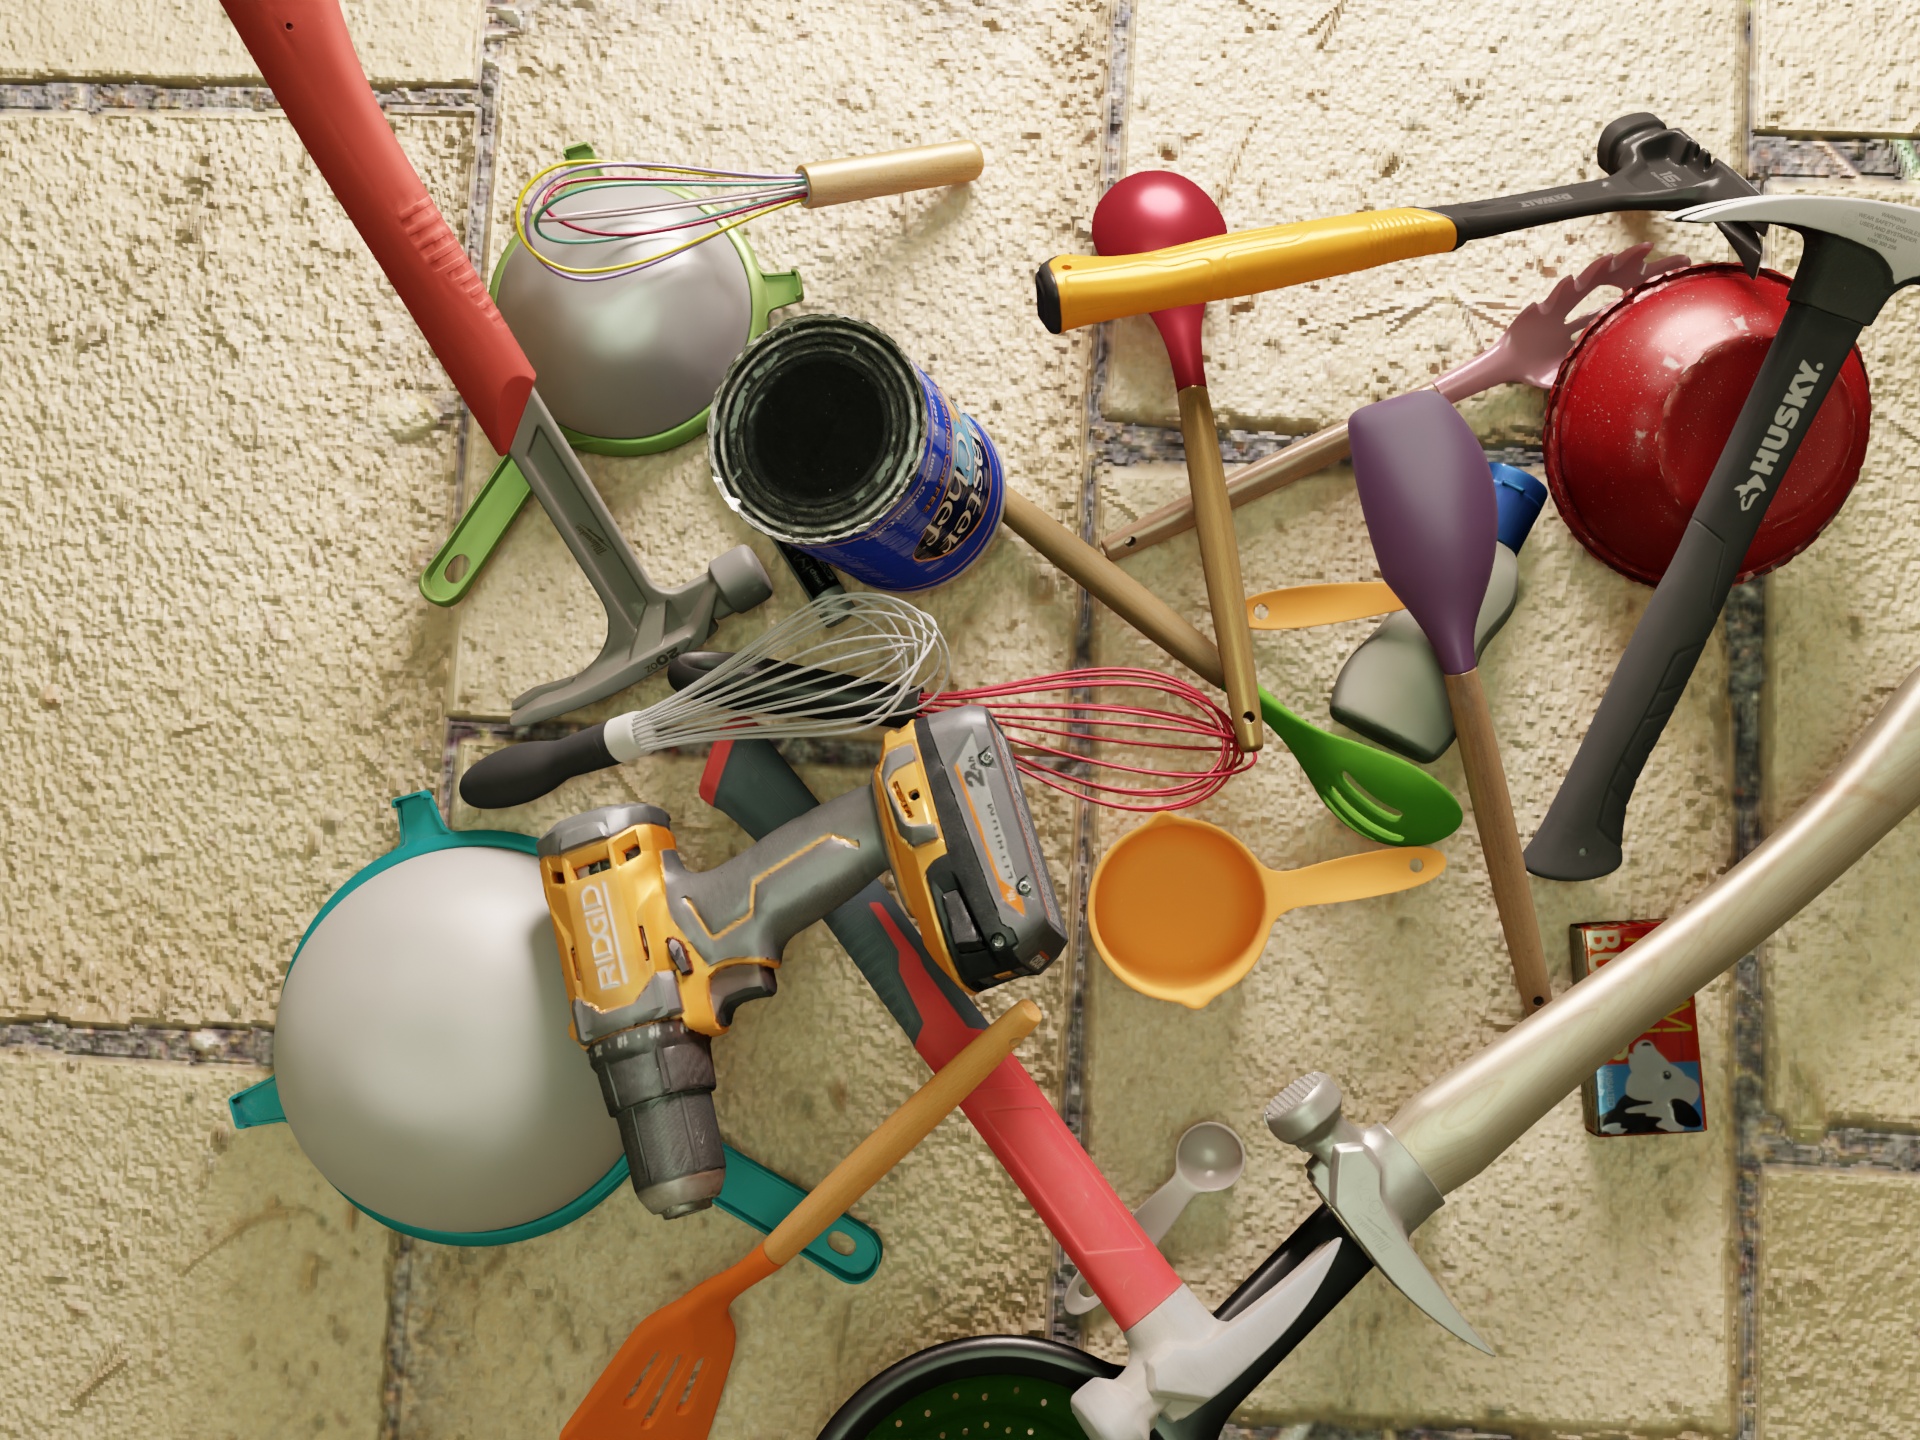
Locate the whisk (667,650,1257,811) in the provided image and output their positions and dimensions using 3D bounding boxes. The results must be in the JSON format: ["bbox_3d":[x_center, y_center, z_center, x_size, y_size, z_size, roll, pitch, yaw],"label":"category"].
[{"bbox_3d":[-0.001,-0.003,0.788,0.296,0.073,0.073,9,86,5],"label":"whisk"}]

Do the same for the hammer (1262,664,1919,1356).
[{"bbox_3d":[0.346,0.118,0.750,0.410,0.038,0.146,-38,87,-3],"label":"hammer"}]

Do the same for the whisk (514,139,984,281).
[{"bbox_3d":[-0.098,-0.264,0.784,0.245,0.051,0.047,-18,68,-23],"label":"whisk"}]

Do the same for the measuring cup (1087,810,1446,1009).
[{"bbox_3d":[0.147,0.084,0.782,0.173,0.052,0.095,-11,85,0],"label":"measuring cup"}]

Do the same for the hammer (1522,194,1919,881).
[{"bbox_3d":[0.338,-0.074,0.733,0.146,0.035,0.334,18,109,-3],"label":"hammer"}]

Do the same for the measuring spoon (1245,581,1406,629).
[{"bbox_3d":[0.191,-0.058,0.787,0.117,0.011,0.021,-5,87,32],"label":"measuring spoon"}]

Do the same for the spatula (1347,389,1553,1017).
[{"bbox_3d":[0.246,0.000,0.757,0.060,0.018,0.316,-13,101,14],"label":"spatula"}]

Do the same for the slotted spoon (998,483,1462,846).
[{"bbox_3d":[0.113,-0.036,0.795,0.314,0.070,0.031,40,66,11],"label":"slotted spoon"}]

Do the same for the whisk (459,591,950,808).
[{"bbox_3d":[-0.133,-0.002,0.763,0.284,0.070,0.070,-17,85,24],"label":"whisk"}]

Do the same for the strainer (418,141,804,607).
[{"bbox_3d":[-0.206,-0.171,0.808,0.151,0.069,0.256,33,86,5],"label":"strainer"}]

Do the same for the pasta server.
[{"bbox_3d":[0.217,-0.152,0.802,0.316,0.040,0.060,-25,101,2],"label":"pasta server"}]

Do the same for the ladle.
[{"bbox_3d":[0.117,-0.137,0.783,0.069,0.031,0.315,-7,76,-1],"label":"ladle"}]

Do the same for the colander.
[{"bbox_3d":[0.077,0.345,0.755,0.397,0.094,0.205,-38,75,-18],"label":"colander"}]

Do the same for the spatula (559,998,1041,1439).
[{"bbox_3d":[-0.068,0.239,0.731,0.081,0.041,0.322,26,117,-35],"label":"spatula"}]

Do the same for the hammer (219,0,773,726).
[{"bbox_3d":[-0.234,-0.170,0.738,0.149,0.037,0.358,-28,117,0],"label":"hammer"}]

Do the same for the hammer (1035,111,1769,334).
[{"bbox_3d":[0.203,-0.226,0.759,0.337,0.034,0.127,-11,43,-3],"label":"hammer"}]

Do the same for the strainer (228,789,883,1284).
[{"bbox_3d":[-0.193,0.188,0.768,0.340,0.095,0.211,28,87,6],"label":"strainer"}]

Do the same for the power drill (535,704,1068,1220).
[{"bbox_3d":[-0.070,0.106,0.712,0.226,0.084,0.185,-18,72,7],"label":"power drill"}]

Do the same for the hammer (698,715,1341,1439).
[{"bbox_3d":[0.010,0.144,0.762,0.143,0.038,0.386,-33,74,-18],"label":"hammer"}]

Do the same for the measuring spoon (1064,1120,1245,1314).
[{"bbox_3d":[0.094,0.248,0.793,0.034,0.018,0.124,42,96,5],"label":"measuring spoon"}]
